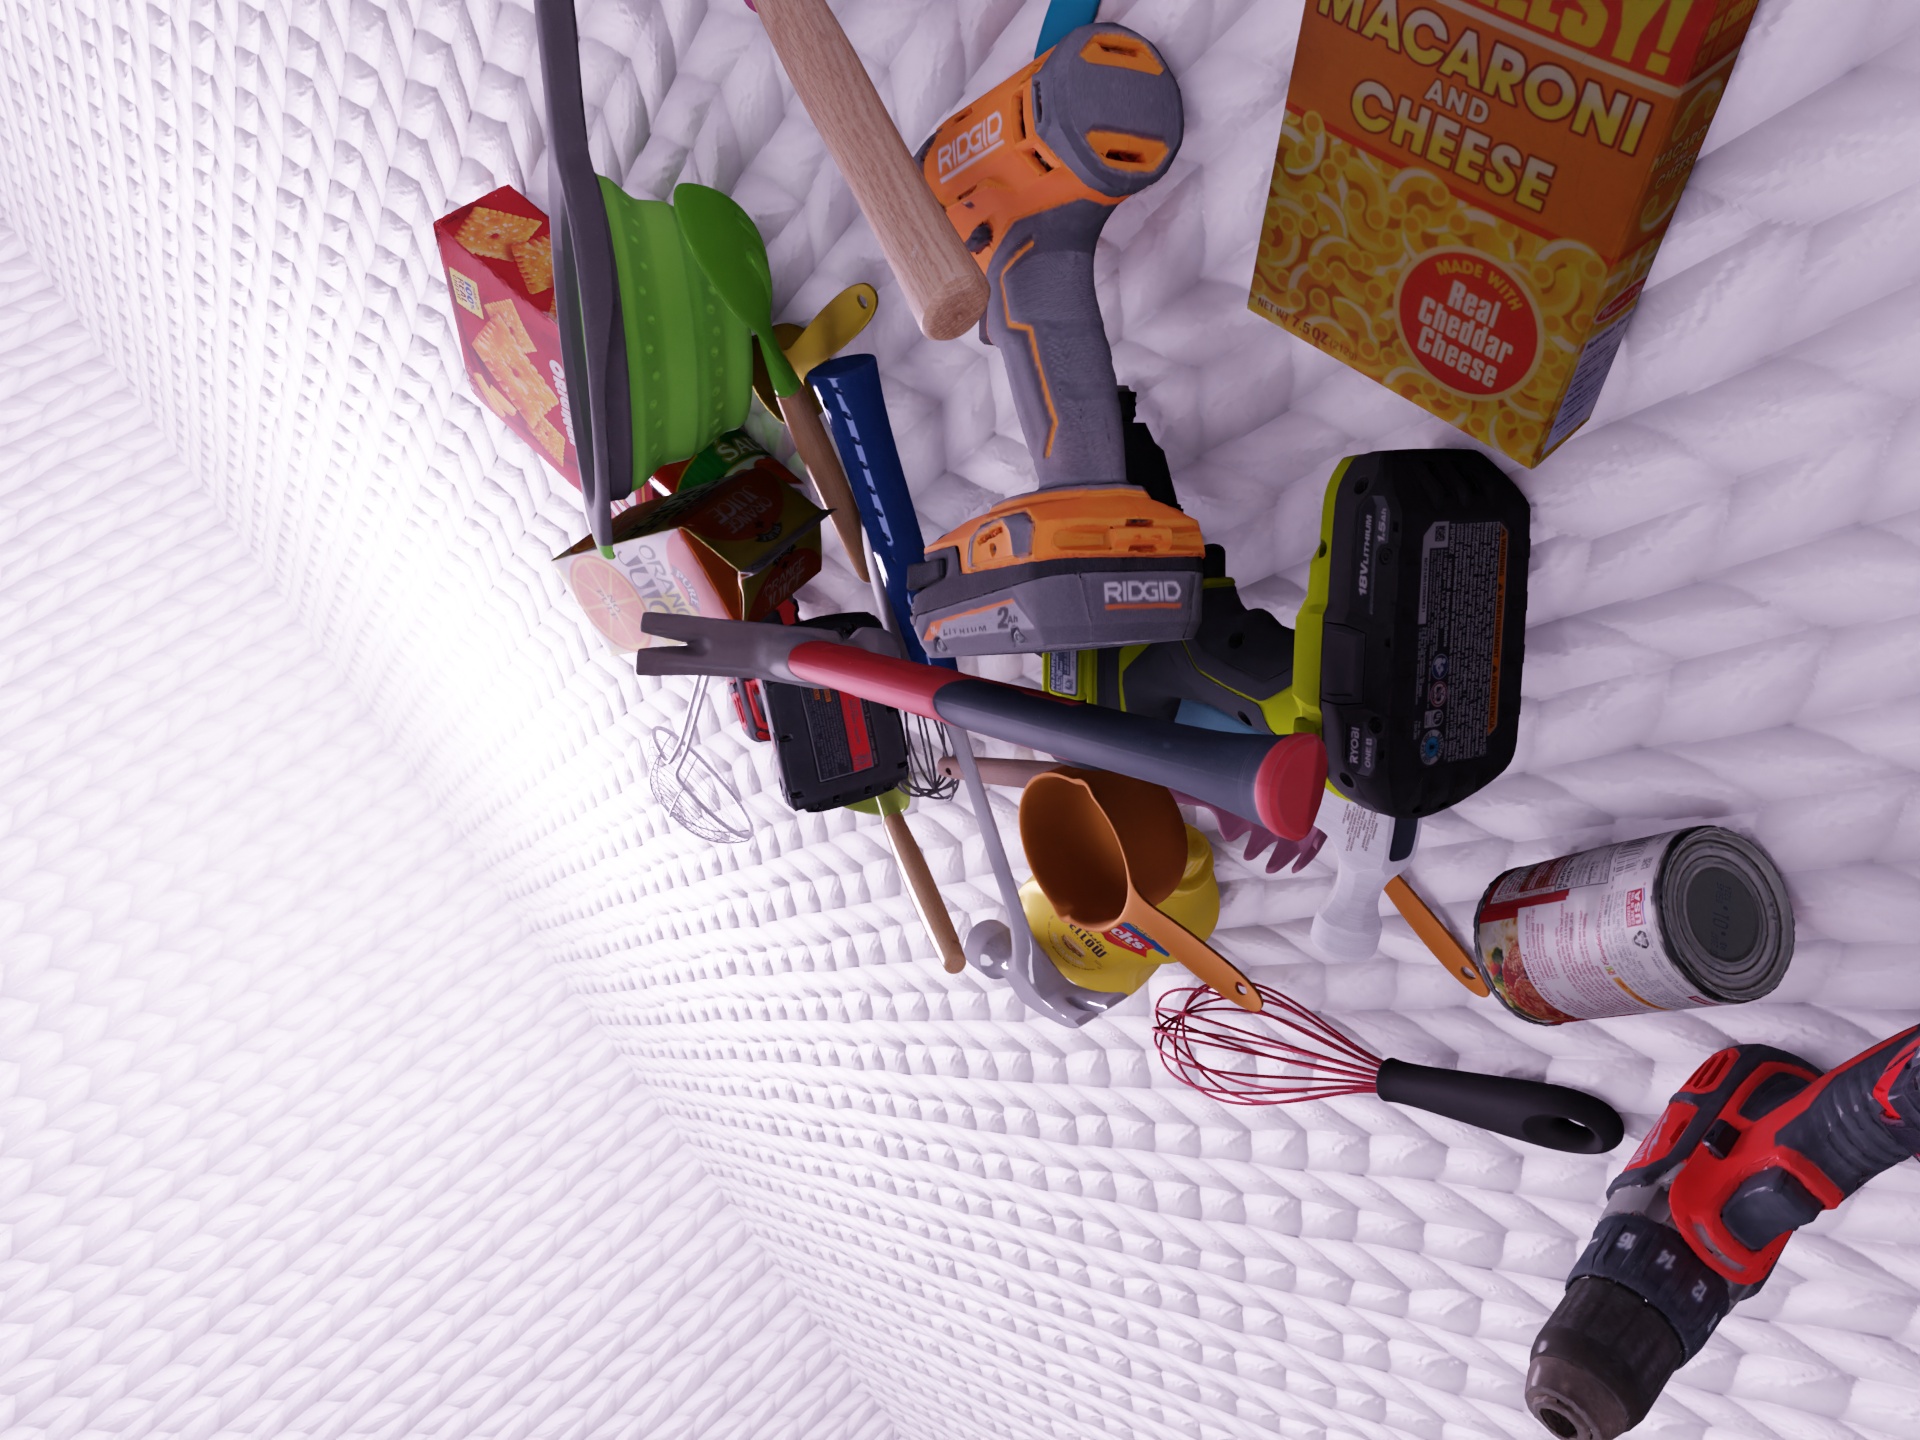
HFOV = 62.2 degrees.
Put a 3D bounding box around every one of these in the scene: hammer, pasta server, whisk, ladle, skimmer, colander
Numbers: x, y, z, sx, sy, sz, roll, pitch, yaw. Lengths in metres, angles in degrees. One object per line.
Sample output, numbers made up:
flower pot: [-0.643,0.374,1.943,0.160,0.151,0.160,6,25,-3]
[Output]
hammer: [-0.001,-0.003,0.883,0.144,0.035,0.405,26,138,57]
pasta server: [0.082,0.036,0.876,0.316,0.040,0.060,3,110,52]
whisk: [0.215,0.190,0.859,0.296,0.073,0.073,2,125,50]
ladle: [-0.044,0.086,1.010,0.078,0.062,0.320,29,-168,-22]
hammer: [-0.070,-0.288,0.645,0.331,0.031,0.130,64,159,19]
hammer: [-0.004,-0.007,0.680,0.386,0.143,0.038,16,100,56]
hammer: [0.089,-0.018,0.785,0.331,0.033,0.128,34,122,43]
skimmer: [-0.189,-0.020,1.279,0.127,0.090,0.363,51,145,20]
colander: [-0.170,-0.289,0.849,0.205,0.094,0.396,-128,34,-61]
whisk: [-0.034,-0.043,0.985,0.055,0.055,0.238,29,141,39]

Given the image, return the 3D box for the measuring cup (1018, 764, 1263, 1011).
measuring cup: [0.103,0.082,0.801,0.174,0.052,0.095,39,138,36]

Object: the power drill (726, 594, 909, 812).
power drill: [-0.110,-0.036,1.029,0.220,0.078,0.143,-142,39,-64]

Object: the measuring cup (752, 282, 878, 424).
measuring cup: [-0.072,-0.206,0.861,0.062,0.029,0.156,56,151,-8]

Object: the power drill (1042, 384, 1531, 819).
power drill: [0.116,-0.053,0.659,0.223,0.080,0.171,15,108,53]

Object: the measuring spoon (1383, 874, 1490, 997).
measuring spoon: [0.222,0.088,0.772,0.117,0.011,0.021,51,155,-4]

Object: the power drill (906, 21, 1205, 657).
power drill: [0.025,-0.141,0.648,0.164,0.084,0.226,-2,92,59]

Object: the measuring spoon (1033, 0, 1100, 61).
measuring spoon: [0.041,-0.277,0.591,0.042,0.021,0.128,47,154,11]

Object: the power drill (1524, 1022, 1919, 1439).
power drill: [0.297,0.163,0.547,0.080,0.188,0.226,46,149,11]

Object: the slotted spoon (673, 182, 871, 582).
slotted spoon: [-0.086,-0.165,0.856,0.313,0.031,0.070,68,-172,-59]

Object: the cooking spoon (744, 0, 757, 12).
cooking spoon: [-0.021,-0.347,0.611,0.319,0.017,0.068,3,119,58]
